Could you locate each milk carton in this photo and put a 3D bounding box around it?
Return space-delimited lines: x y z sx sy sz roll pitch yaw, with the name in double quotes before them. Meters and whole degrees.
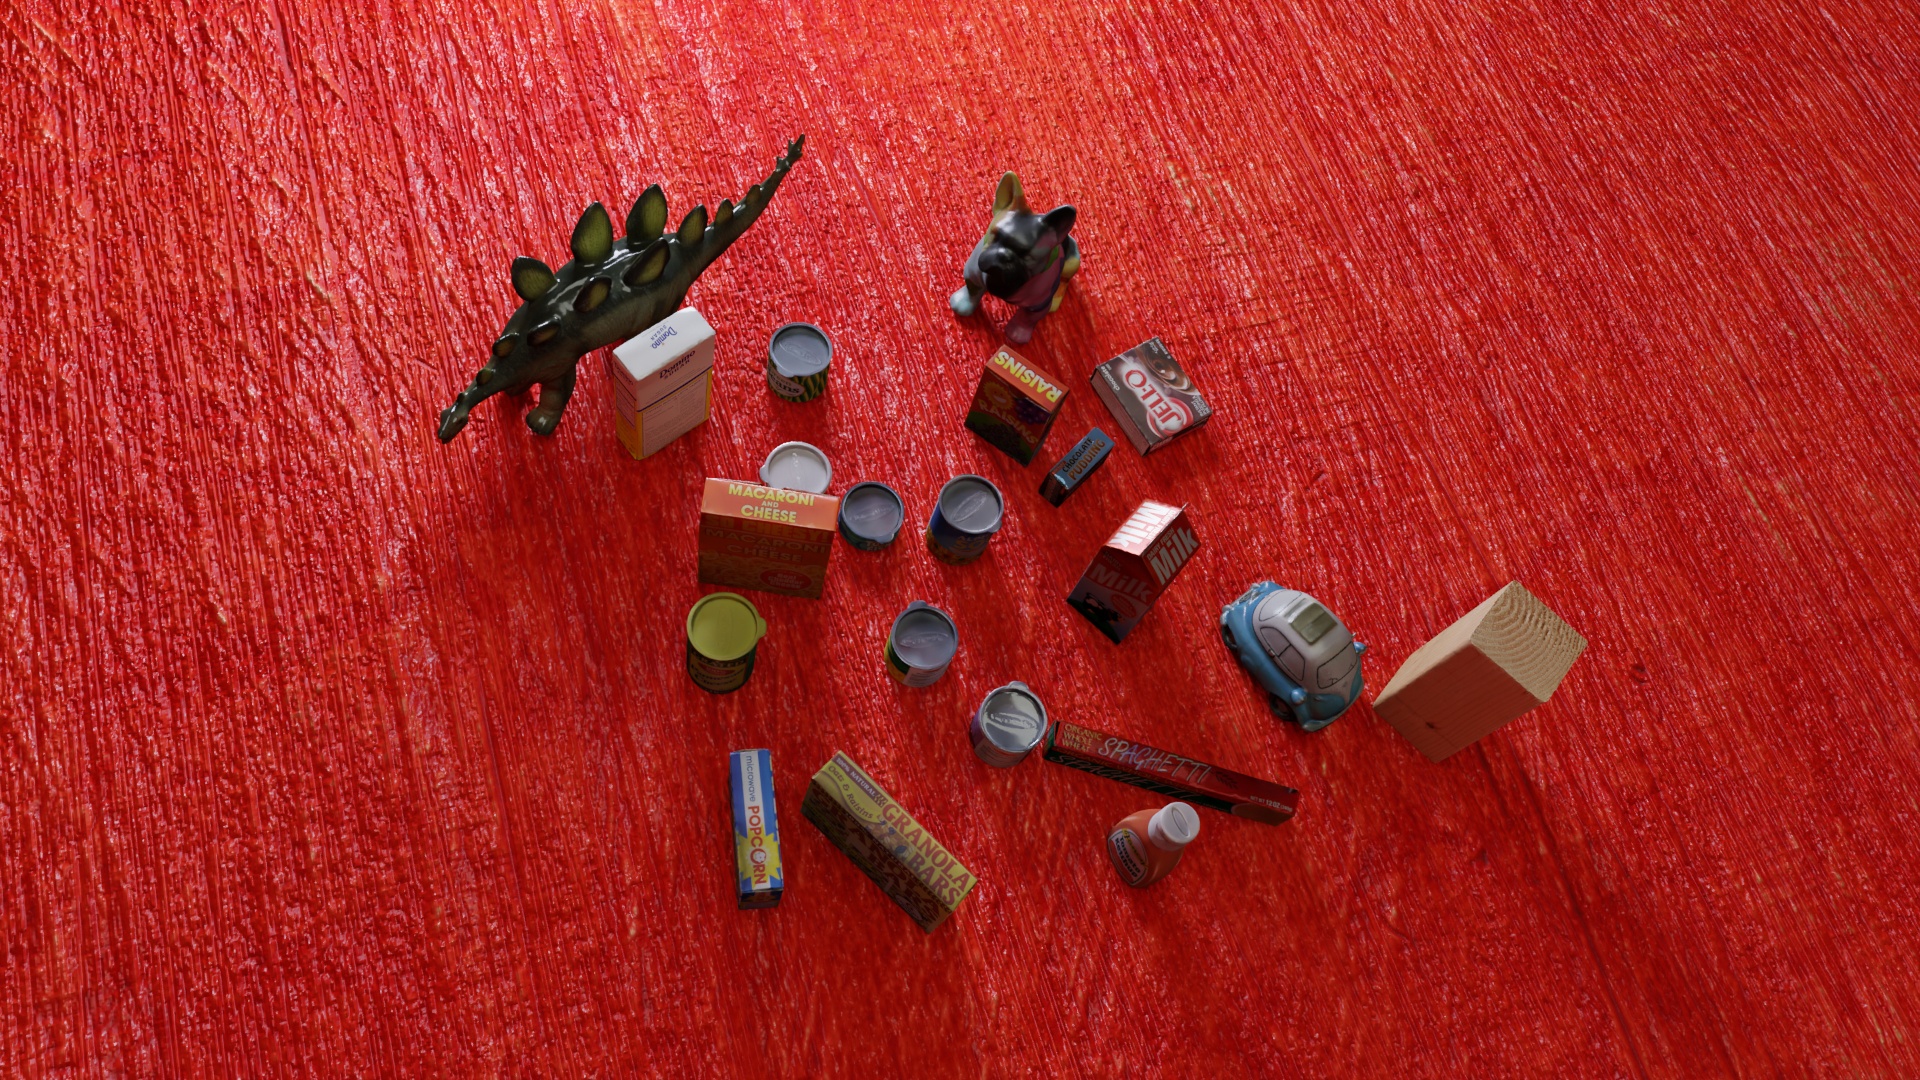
"milk carton" 0.173 0.025 1.365 0.073 0.189 0.072 41 64 8

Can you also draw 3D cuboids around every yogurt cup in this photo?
"yogurt cup" -0.167 -0.059 1.410 0.072 0.053 0.072 5 64 -10

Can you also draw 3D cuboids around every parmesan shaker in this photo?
"parmesan shaker" -0.220 0.098 1.298 0.071 0.102 0.071 5 65 -10

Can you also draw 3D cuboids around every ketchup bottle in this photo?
"ketchup bottle" 0.178 0.274 1.272 0.044 0.148 0.065 -21 71 -20

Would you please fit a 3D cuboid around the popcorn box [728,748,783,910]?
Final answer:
"popcorn box" -0.184 0.258 1.240 0.038 0.085 0.127 -3 66 -13

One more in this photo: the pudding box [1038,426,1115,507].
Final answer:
"pudding box" 0.124 -0.079 1.482 0.030 0.049 0.084 42 64 9

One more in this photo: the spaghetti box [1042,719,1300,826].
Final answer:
"spaghetti box" 0.203 0.227 1.354 0.250 0.050 0.029 17 63 -4

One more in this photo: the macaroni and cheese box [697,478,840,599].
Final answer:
"macaroni and cheese box" -0.185 0.000 1.316 0.124 0.165 0.040 8 64 -8

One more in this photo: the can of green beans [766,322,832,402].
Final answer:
"can of green beans" -0.171 -0.188 1.468 0.071 0.057 0.071 5 65 -10

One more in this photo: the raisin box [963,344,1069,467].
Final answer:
"raisin box" 0.057 -0.139 1.456 0.086 0.123 0.040 36 64 6

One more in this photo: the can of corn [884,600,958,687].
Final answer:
"can of corn" -0.040 0.102 1.358 0.071 0.058 0.071 5 65 -10

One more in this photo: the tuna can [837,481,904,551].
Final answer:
"tuna can" -0.091 -0.022 1.421 0.071 0.032 0.071 5 64 -10

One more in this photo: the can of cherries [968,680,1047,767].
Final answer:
"can of cherries" 0.046 0.178 1.340 0.071 0.058 0.072 5 65 -10

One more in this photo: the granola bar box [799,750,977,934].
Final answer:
"granola bar box" -0.066 0.270 1.237 0.166 0.123 0.039 42 65 9

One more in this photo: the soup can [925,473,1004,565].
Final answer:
"soup can" 0.005 -0.018 1.410 0.071 0.083 0.071 5 65 -10
